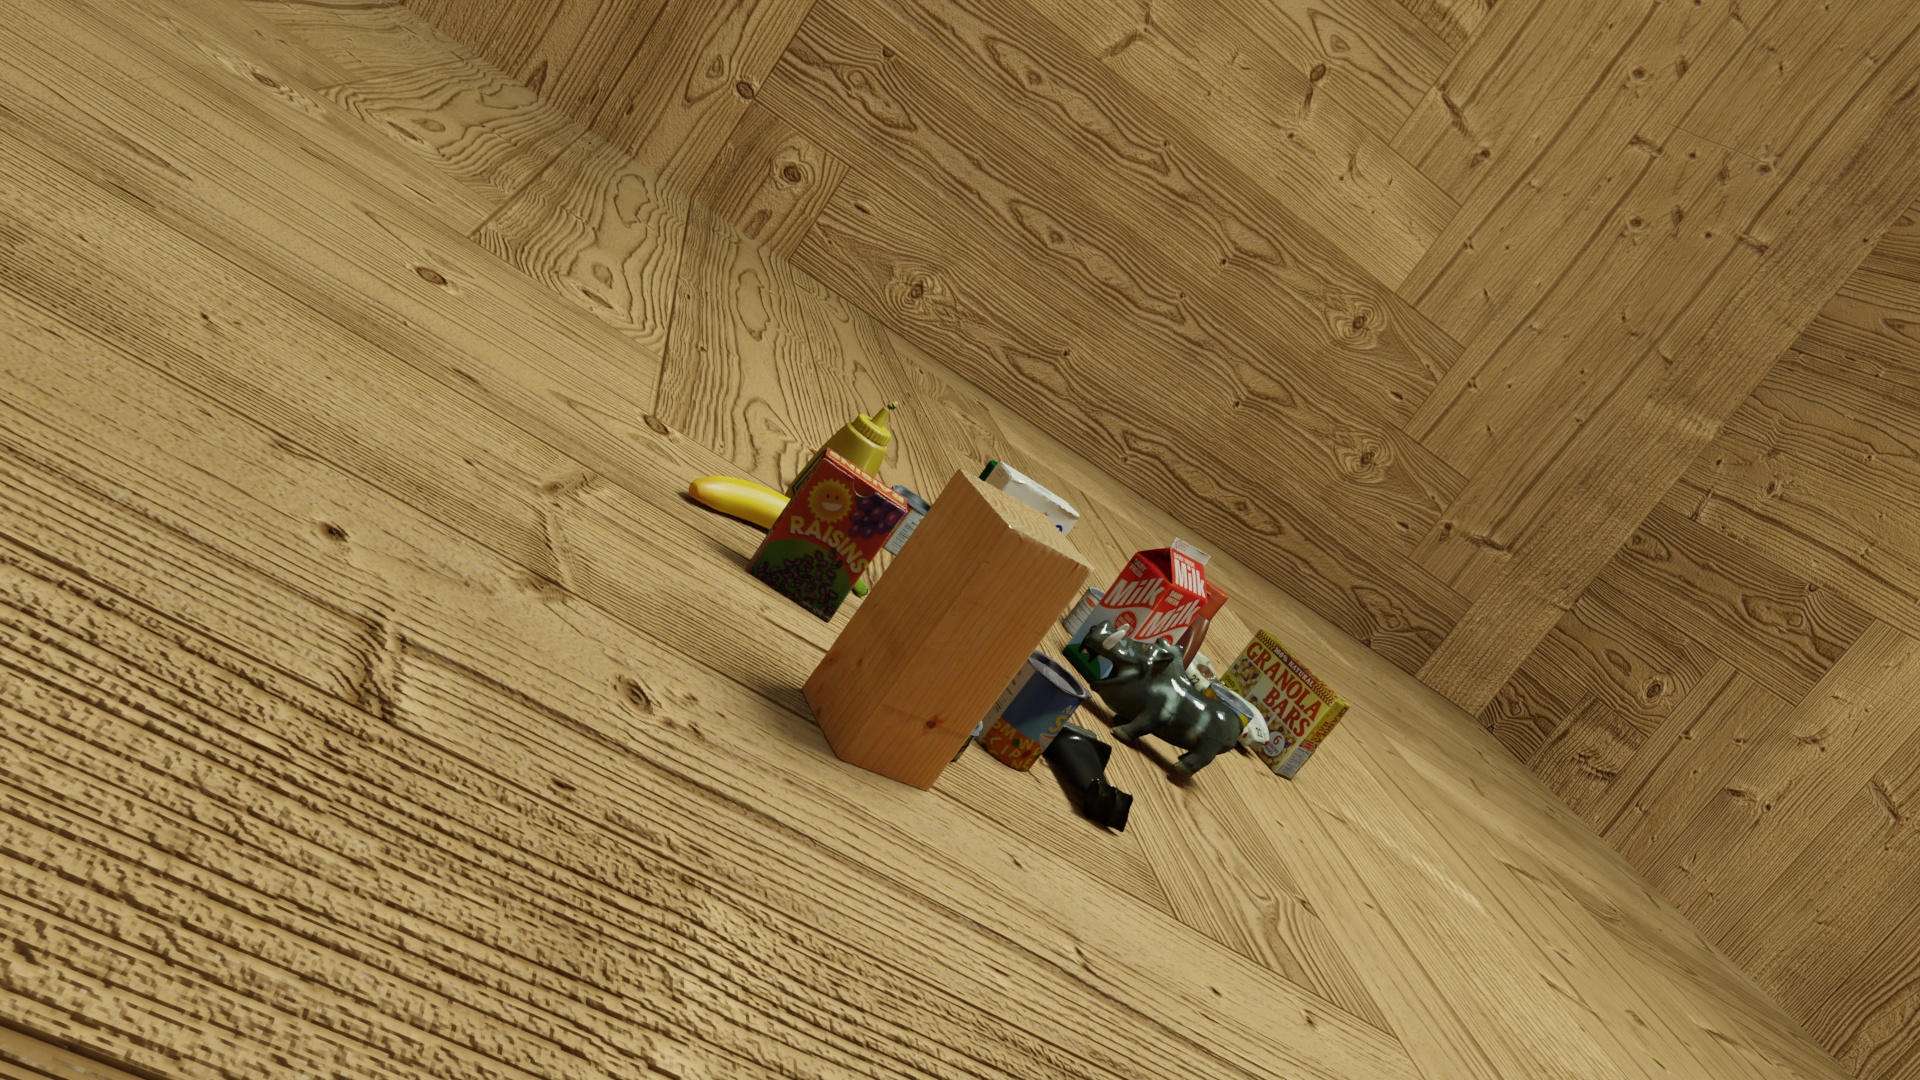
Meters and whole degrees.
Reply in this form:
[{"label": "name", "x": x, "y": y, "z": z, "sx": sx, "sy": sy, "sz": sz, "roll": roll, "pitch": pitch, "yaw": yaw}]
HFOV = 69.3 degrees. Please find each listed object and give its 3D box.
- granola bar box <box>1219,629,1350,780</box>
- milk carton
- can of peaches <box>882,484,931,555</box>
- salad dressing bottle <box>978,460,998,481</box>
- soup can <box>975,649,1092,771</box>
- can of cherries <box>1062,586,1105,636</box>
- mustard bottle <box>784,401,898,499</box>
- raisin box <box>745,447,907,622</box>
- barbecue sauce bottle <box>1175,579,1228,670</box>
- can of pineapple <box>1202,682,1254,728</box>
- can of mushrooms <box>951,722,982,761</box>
[{"label": "granola bar box", "x": 0.410, "y": 0.211, "z": 1.807, "sx": 0.039, "sy": 0.124, "sz": 0.166, "roll": 27, "pitch": 15, "yaw": -37}, {"label": "milk carton", "x": 0.209, "y": 0.083, "z": 1.581, "sx": 0.072, "sy": 0.190, "sz": 0.074, "roll": 25, "pitch": 16, "yaw": -43}, {"label": "can of peaches", "x": -0.065, "y": -0.021, "z": 1.540, "sx": 0.071, "sy": 0.058, "sz": 0.071, "roll": 34, "pitch": 12, "yaw": -8}, {"label": "salad dressing bottle", "x": 0.005, "y": -0.019, "z": 1.511, "sx": 0.044, "sy": 0.147, "sz": 0.064, "roll": 32, "pitch": 12, "yaw": -19}, {"label": "soup can", "x": 0.059, "y": 0.146, "z": 1.184, "sx": 0.071, "sy": 0.083, "sz": 0.071, "roll": 34, "pitch": 12, "yaw": -8}, {"label": "can of cherries", "x": 0.171, "y": 0.100, "z": 1.730, "sx": 0.071, "sy": 0.058, "sz": 0.071, "roll": 34, "pitch": 12, "yaw": -8}, {"label": "mustard bottle", "x": -0.113, "y": -0.075, "z": 1.368, "sx": 0.065, "sy": 0.160, "sz": 0.049, "roll": 40, "pitch": 12, "yaw": 18}, {"label": "raisin box", "x": -0.114, "y": -0.005, "z": 1.186, "sx": 0.086, "sy": 0.123, "sz": 0.040, "roll": 34, "pitch": 12, "yaw": -10}, {"label": "barbecue sauce bottle", "x": 0.276, "y": 0.118, "z": 1.735, "sx": 0.065, "sy": 0.148, "sz": 0.043, "roll": 44, "pitch": 14, "yaw": 33}, {"label": "can of pineapple", "x": 0.311, "y": 0.214, "z": 1.684, "sx": 0.071, "sy": 0.057, "sz": 0.071, "roll": 34, "pitch": 12, "yaw": -8}, {"label": "can of mushrooms", "x": -0.017, "y": 0.143, "z": 1.101, "sx": 0.071, "sy": 0.033, "sz": 0.071, "roll": 34, "pitch": 12, "yaw": -8}]
